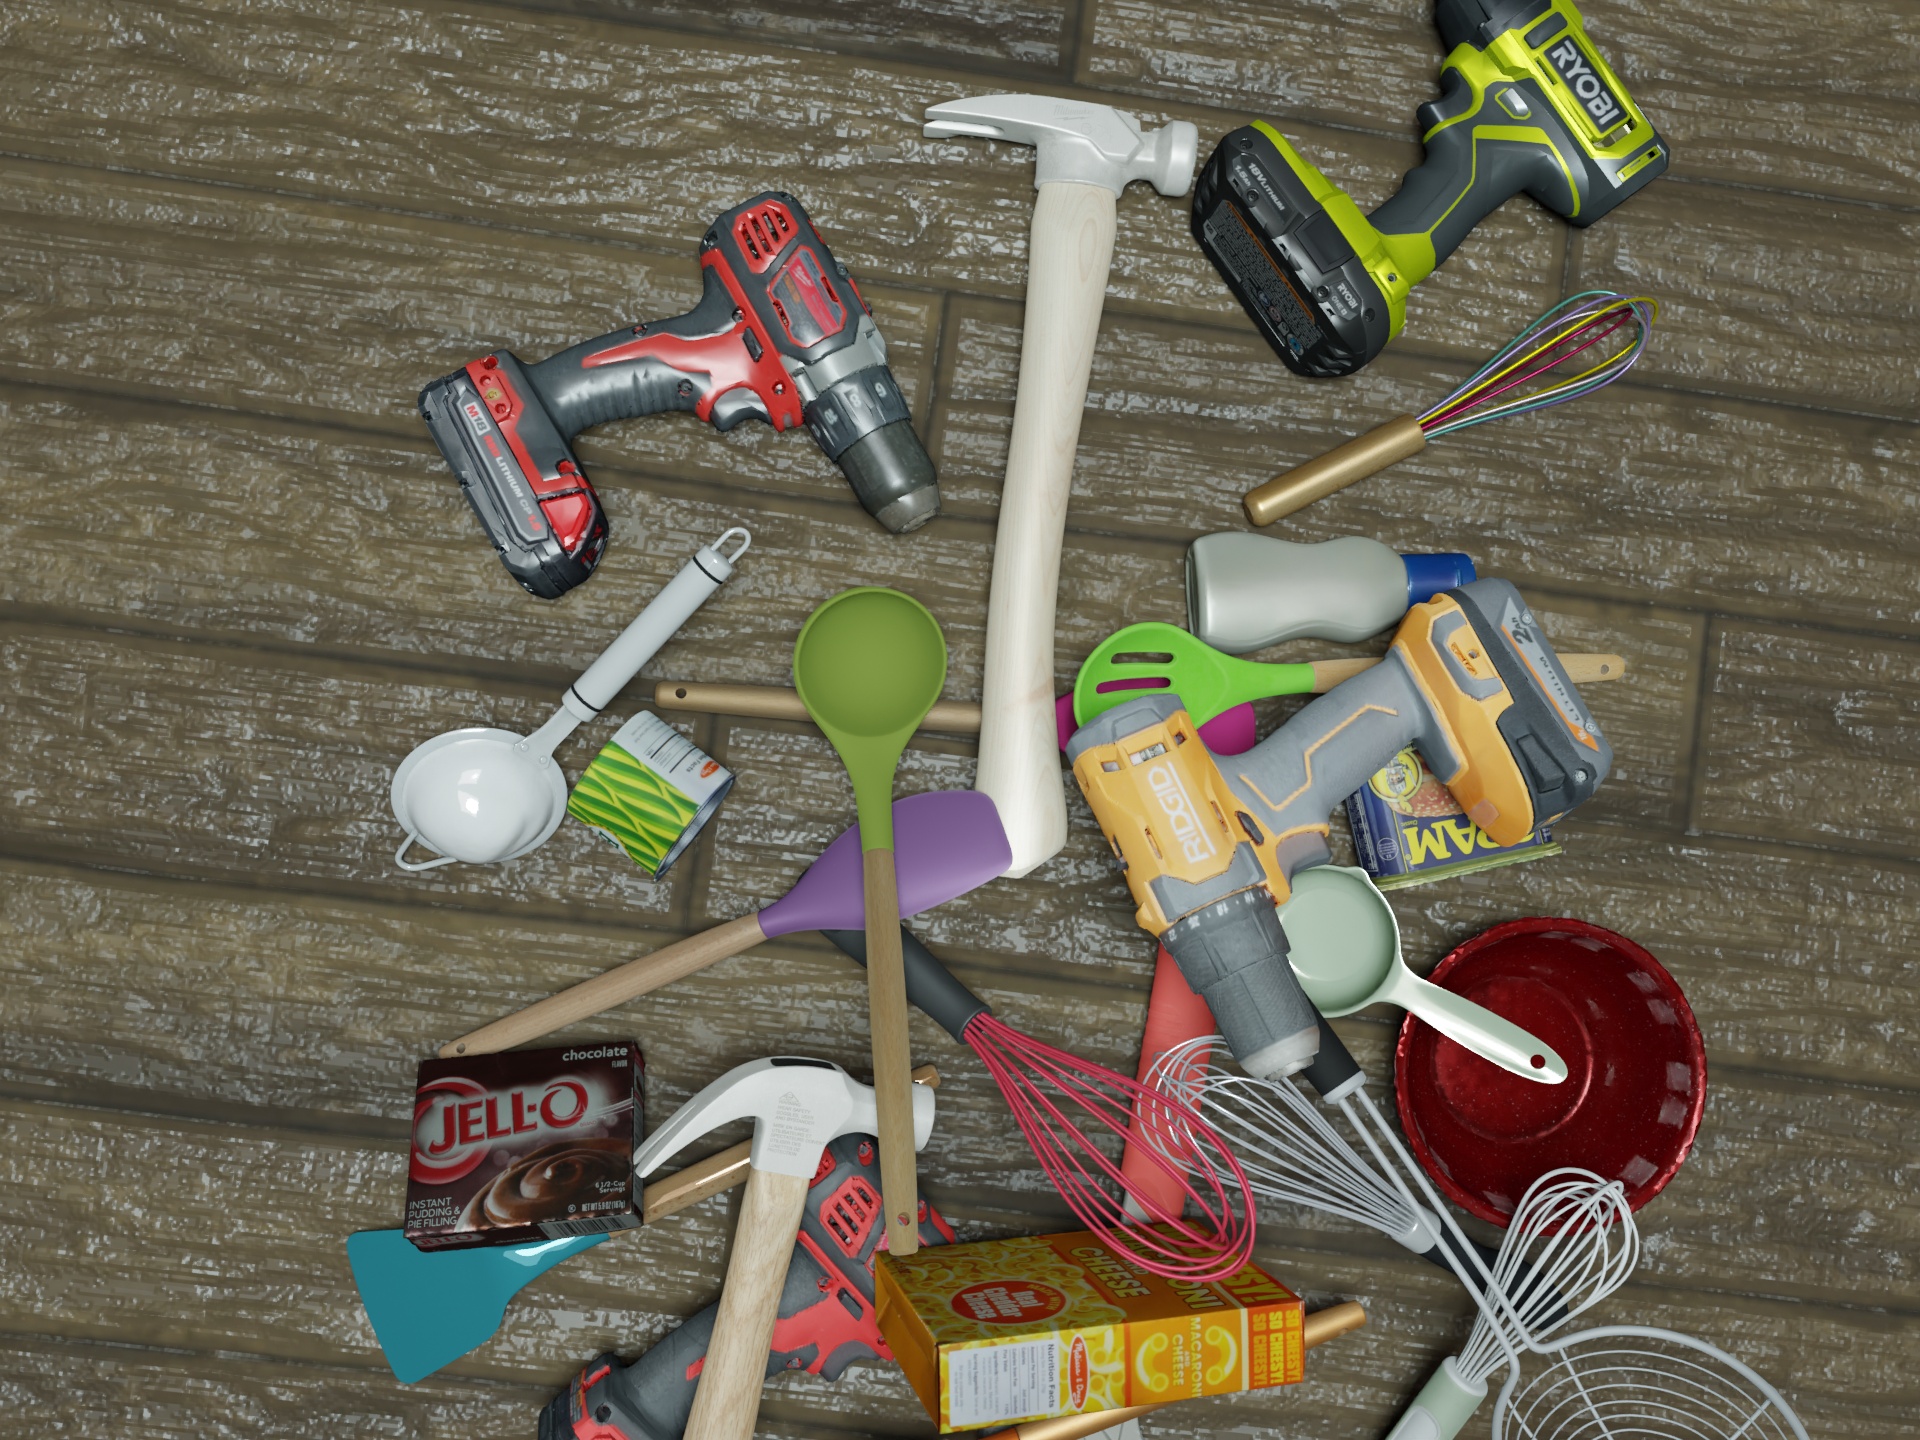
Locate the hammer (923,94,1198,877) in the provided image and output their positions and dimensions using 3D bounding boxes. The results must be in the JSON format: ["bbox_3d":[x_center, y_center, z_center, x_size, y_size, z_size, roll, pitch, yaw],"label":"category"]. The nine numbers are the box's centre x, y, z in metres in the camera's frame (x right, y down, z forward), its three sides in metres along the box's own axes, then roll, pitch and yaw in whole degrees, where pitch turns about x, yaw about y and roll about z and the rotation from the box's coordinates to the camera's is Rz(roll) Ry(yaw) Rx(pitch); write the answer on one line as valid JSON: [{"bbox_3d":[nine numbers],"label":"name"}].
[{"bbox_3d":[0.031,-0.125,0.831,0.146,0.038,0.411,7,84,-2],"label":"hammer"}]

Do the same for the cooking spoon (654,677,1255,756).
[{"bbox_3d":[-0.001,-0.003,0.843,0.319,0.017,0.069,4,84,-3],"label":"cooking spoon"}]

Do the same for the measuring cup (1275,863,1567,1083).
[{"bbox_3d":[0.222,0.131,0.793,0.168,0.038,0.083,29,97,14],"label":"measuring cup"}]

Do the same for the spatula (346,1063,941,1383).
[{"bbox_3d":[-0.158,0.245,0.822,0.317,0.044,0.082,-22,87,-8],"label":"spatula"}]

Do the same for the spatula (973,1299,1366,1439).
[{"bbox_3d":[0.055,0.351,0.775,0.322,0.041,0.081,-17,122,-10],"label":"spatula"}]

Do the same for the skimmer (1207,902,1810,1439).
[{"bbox_3d":[0.222,0.209,0.715,0.127,0.090,0.363,-27,71,-23],"label":"skimmer"}]

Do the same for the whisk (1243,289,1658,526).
[{"bbox_3d":[0.263,-0.168,0.853,0.245,0.047,0.051,-26,90,-1],"label":"whisk"}]

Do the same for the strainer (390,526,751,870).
[{"bbox_3d":[-0.195,-0.003,0.793,0.258,0.050,0.086,-45,124,8],"label":"strainer"}]

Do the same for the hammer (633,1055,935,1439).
[{"bbox_3d":[-0.111,0.319,0.731,0.130,0.031,0.331,14,87,-15],"label":"hammer"}]

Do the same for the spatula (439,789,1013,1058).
[{"bbox_3d":[-0.124,0.111,0.808,0.316,0.018,0.060,-24,67,6],"label":"spatula"}]

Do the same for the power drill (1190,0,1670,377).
[{"bbox_3d":[0.241,-0.301,0.844,0.223,0.080,0.171,-36,90,-8],"label":"power drill"}]

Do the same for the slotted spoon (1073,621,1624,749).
[{"bbox_3d":[0.205,-0.021,0.830,0.313,0.031,0.070,-3,104,-13],"label":"slotted spoon"}]

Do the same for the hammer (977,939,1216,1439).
[{"bbox_3d":[0.113,0.220,0.829,0.149,0.036,0.359,11,87,-2],"label":"hammer"}]

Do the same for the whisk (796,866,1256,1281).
[{"bbox_3d":[0.020,0.160,0.766,0.296,0.073,0.073,37,85,29],"label":"whisk"}]

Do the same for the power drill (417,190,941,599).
[{"bbox_3d":[-0.136,-0.144,0.818,0.226,0.080,0.188,-29,89,-7],"label":"power drill"}]

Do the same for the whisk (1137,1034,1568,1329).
[{"bbox_3d":[0.206,0.240,0.801,0.284,0.070,0.070,33,86,-17],"label":"whisk"}]

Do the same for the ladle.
[{"bbox_3d":[-0.036,0.084,0.753,0.078,0.062,0.320,-1,65,-10],"label":"ladle"}]

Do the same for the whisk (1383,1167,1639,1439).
[{"bbox_3d":[0.256,0.321,0.792,0.058,0.059,0.246,42,113,37],"label":"whisk"}]

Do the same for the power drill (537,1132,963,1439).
[{"bbox_3d":[-0.089,0.324,0.791,0.219,0.078,0.143,-41,102,-8],"label":"power drill"}]

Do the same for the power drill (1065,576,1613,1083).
[{"bbox_3d":[0.185,0.048,0.749,0.226,0.084,0.185,-22,72,-7],"label":"power drill"}]
